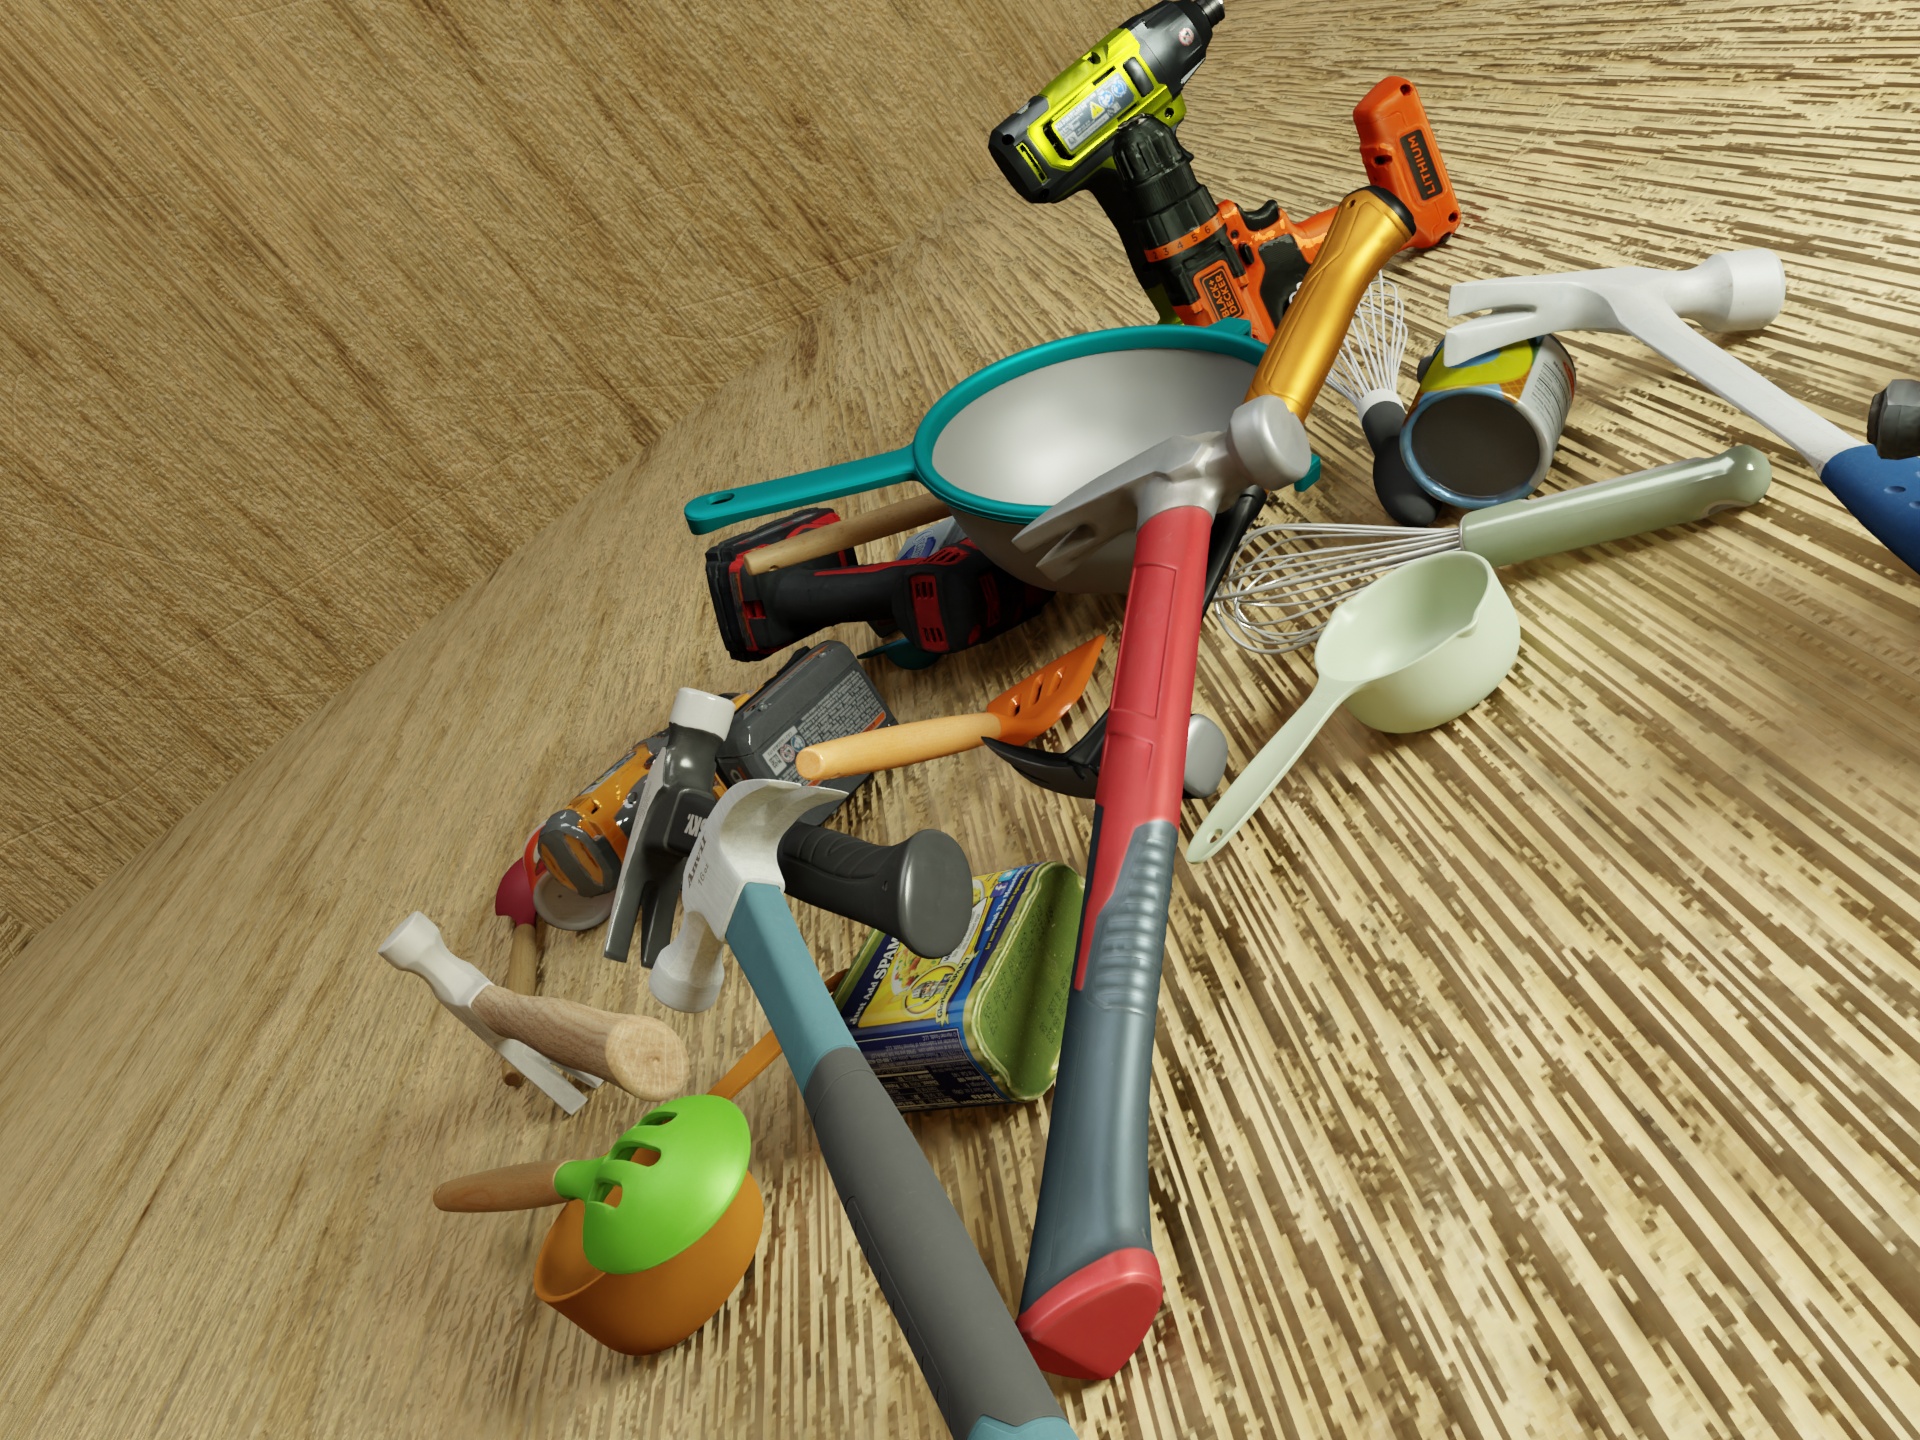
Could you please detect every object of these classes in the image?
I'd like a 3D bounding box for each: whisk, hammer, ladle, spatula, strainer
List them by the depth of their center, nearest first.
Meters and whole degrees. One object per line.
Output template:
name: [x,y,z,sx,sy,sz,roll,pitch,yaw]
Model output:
hammer: [0.282,-0.085,0.519,0.144,0.035,0.406,-5,30,0]
hammer: [-0.038,0.129,0.527,0.331,0.033,0.128,50,124,53]
hammer: [0.052,0.041,0.585,0.143,0.038,0.387,-24,39,38]
whisk: [0.207,-0.074,0.664,0.246,0.059,0.057,-12,-7,43]
hammer: [-0.085,0.063,0.708,0.335,0.035,0.146,6,78,62]
hammer: [0.125,-0.112,0.727,0.127,0.034,0.337,0,56,53]
hammer: [-0.190,0.144,0.739,0.031,0.130,0.331,-50,17,-23]
spatula: [-0.001,-0.002,0.746,0.081,0.041,0.322,-31,-8,21]
whisk: [0.217,-0.176,0.838,0.070,0.070,0.285,-31,28,22]
strainer: [0.023,-0.118,0.880,0.340,0.095,0.211,-12,36,5]
ladle: [0.015,-0.151,0.964,0.320,0.062,0.078,-20,-17,-19]
ladle: [-0.292,0.156,1.064,0.069,0.031,0.316,-39,23,3]

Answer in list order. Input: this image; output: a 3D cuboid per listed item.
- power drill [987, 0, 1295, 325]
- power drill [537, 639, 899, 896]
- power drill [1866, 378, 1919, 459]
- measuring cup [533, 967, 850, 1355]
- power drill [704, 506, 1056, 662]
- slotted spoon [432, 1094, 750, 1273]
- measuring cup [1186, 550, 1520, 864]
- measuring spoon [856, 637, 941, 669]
power drill: [0.149,-0.347,1.053,0.171,0.223,0.080,-39,21,3]
power drill: [-0.139,0.022,0.985,0.226,0.084,0.185,-19,19,43]
power drill: [0.351,-0.126,0.425,0.164,0.084,0.226,10,51,34]
measuring cup: [-0.091,0.178,0.644,0.173,0.052,0.095,-45,19,-12]
power drill: [-0.041,-0.089,1.000,0.220,0.078,0.143,3,23,38]
slotted spoon: [-0.168,0.190,0.647,0.314,0.031,0.070,-27,26,53]
measuring cup: [0.151,0.004,0.615,0.167,0.038,0.083,-47,22,-11]
measuring spoon: [-0.042,-0.041,1.056,0.042,0.021,0.128,-23,6,-21]
